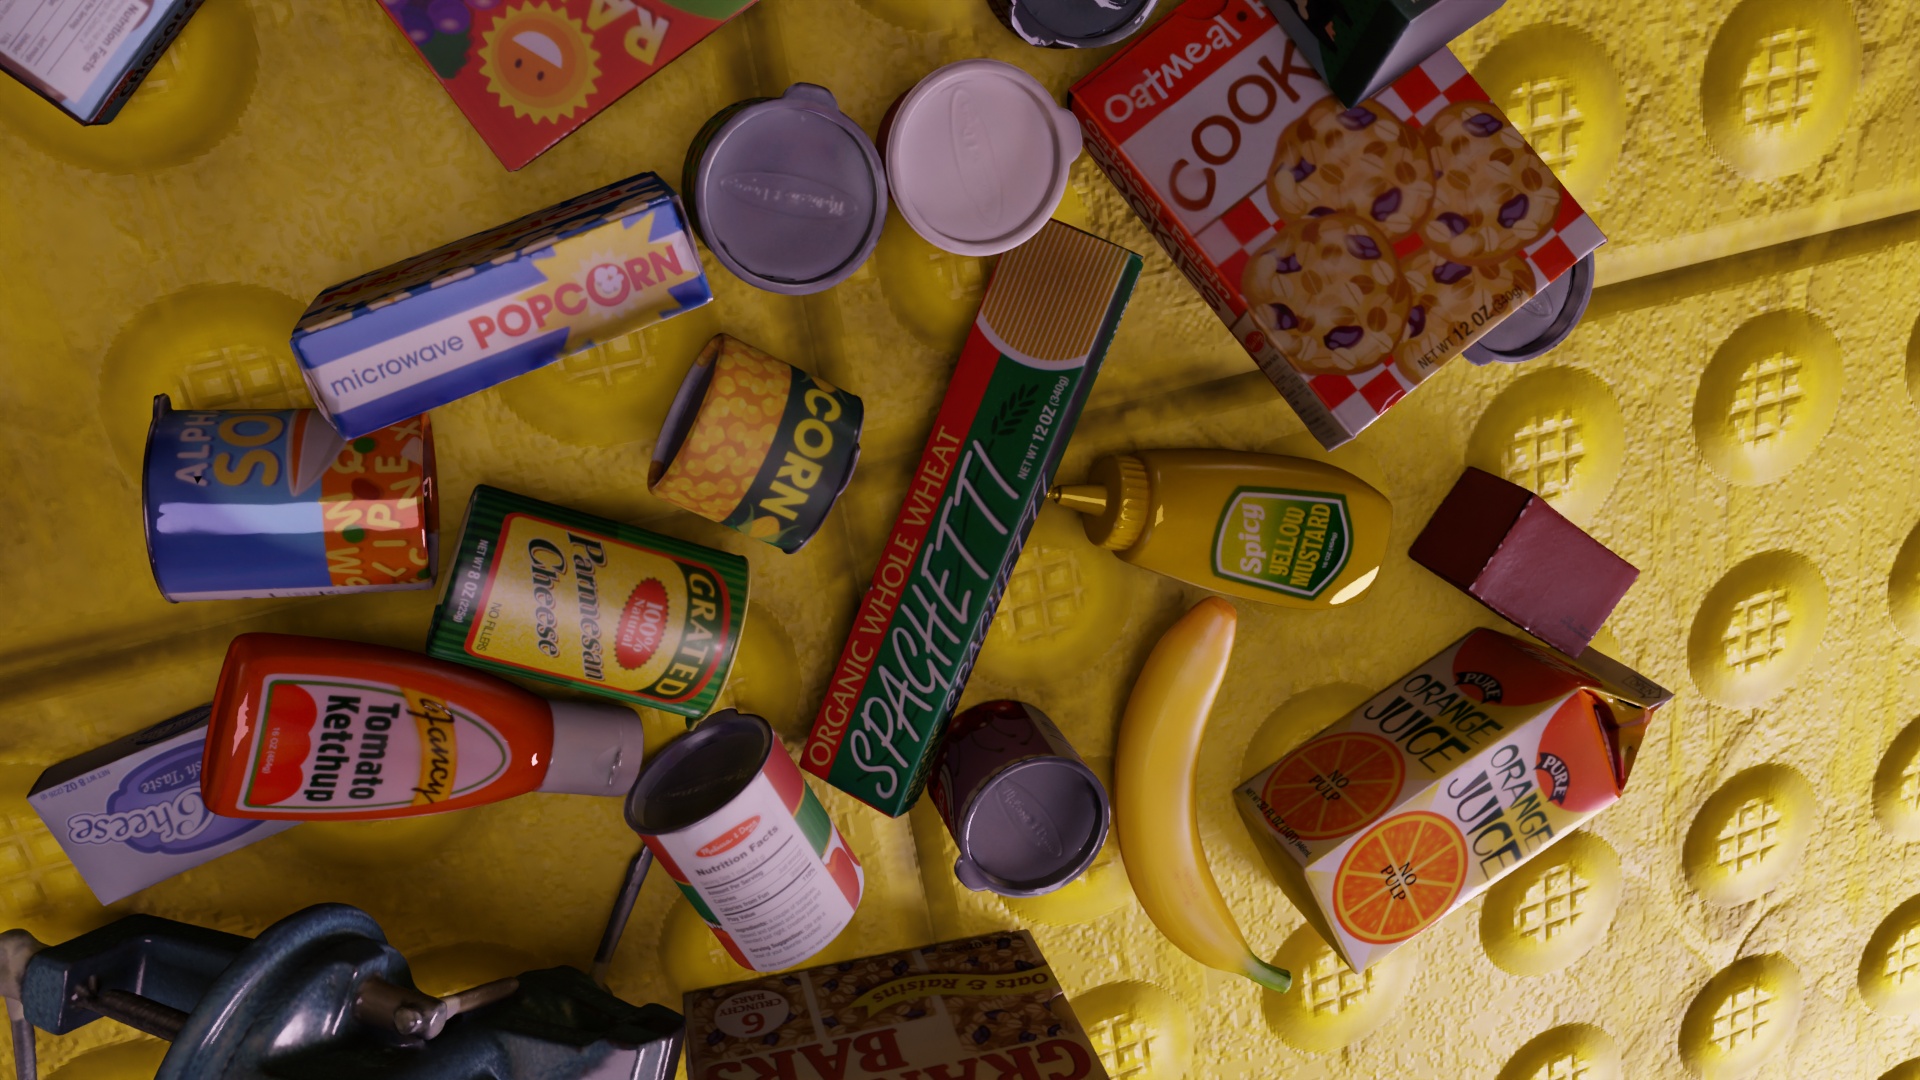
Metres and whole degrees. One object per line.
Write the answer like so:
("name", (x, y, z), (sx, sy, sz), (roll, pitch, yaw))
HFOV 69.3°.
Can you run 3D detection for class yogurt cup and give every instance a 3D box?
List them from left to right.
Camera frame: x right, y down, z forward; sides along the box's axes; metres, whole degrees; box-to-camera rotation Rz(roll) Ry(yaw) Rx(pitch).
("yogurt cup", (0.000, -0.142, 0.514), (0.072, 0.054, 0.072), (-5, 109, -15))

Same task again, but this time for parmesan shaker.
("parmesan shaker", (-0.139, 0.027, 0.519), (0.103, 0.071, 0.071), (17, 102, -21))

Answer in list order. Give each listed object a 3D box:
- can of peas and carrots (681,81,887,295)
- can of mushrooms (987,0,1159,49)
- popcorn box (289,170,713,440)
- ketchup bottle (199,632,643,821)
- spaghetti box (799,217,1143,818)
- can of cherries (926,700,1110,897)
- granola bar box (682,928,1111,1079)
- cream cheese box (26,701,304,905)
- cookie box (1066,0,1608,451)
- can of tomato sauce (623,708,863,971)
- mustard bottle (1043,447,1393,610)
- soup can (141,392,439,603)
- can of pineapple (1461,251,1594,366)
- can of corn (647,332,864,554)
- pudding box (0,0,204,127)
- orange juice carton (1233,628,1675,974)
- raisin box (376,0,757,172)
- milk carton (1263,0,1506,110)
("can of peas and carrots", (-0.064, -0.127, 0.497), (0.071, 0.059, 0.070), (-5, 108, -15))
("can of mushrooms", (0.040, -0.214, 0.513), (0.071, 0.033, 0.070), (-5, 109, -16))
("popcorn box", (-0.153, -0.083, 0.470), (0.127, 0.085, 0.038), (-23, 114, -9))
("ketchup bottle", (-0.194, 0.073, 0.515), (0.149, 0.043, 0.064), (11, 99, -36))
("spaghetti box", (0.002, -0.007, 0.560), (0.050, 0.029, 0.249), (25, 101, 15))
("can of cherries", (0.021, 0.111, 0.601), (0.071, 0.058, 0.071), (-6, 110, -15))
("granola bar box", (-0.029, 0.228, 0.588), (0.166, 0.124, 0.039), (-7, 111, -15))
("cream cheese box", (-0.281, 0.091, 0.521), (0.104, 0.024, 0.053), (-23, 114, -9))
("cookie box", (0.139, -0.138, 0.528), (0.123, 0.040, 0.167), (-38, 87, -3))
("can of tomato sauce", (-0.086, 0.122, 0.567), (0.071, 0.071, 0.082), (-31, 117, -5))
("mustard bottle", (0.104, -0.009, 0.591), (0.160, 0.049, 0.065), (7, 103, -19))
("soup can", (-0.227, -0.016, 0.479), (0.084, 0.071, 0.071), (-3, 108, -16))
("can of pineapple", (0.220, -0.112, 0.588), (0.071, 0.058, 0.070), (-5, 109, -15))
("can of corn", (-0.076, -0.036, 0.516), (0.058, 0.071, 0.071), (24, 99, -22))
("pudding box", (-0.268, -0.178, 0.434), (0.049, 0.030, 0.083), (37, 94, -23))
("orange juice carton", (0.235, 0.110, 0.657), (0.193, 0.072, 0.072), (-32, 114, -4))
("raisin box", (-0.129, -0.194, 0.466), (0.123, 0.040, 0.086), (-37, 115, -4))
("milk carton", (0.114, -0.255, 0.479), (0.072, 0.073, 0.190), (-34, 85, -3))
